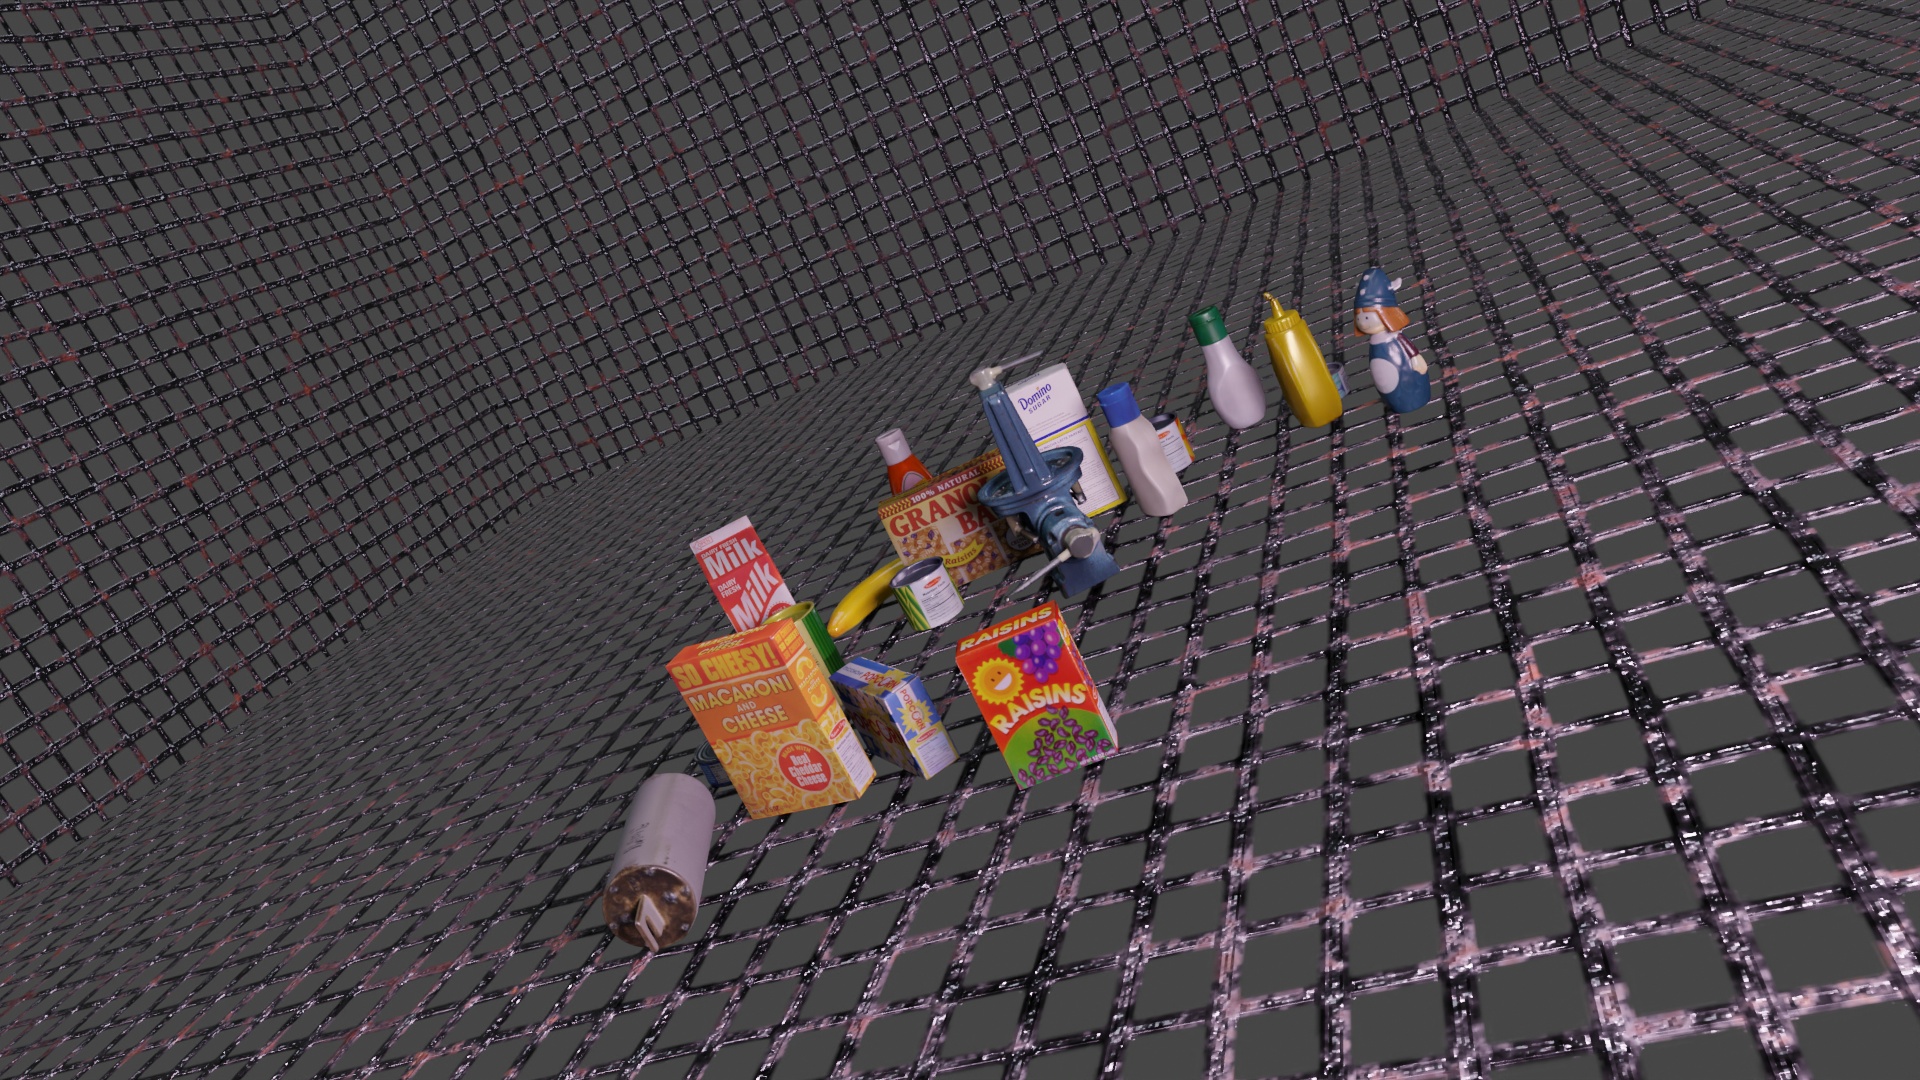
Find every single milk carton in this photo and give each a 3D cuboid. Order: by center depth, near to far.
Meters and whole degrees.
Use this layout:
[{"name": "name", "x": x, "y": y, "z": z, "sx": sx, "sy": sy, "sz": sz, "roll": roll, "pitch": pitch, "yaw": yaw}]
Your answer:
[{"name": "milk carton", "x": -0.222, "y": 0.070, "z": 1.530, "sx": 0.072, "sy": 0.190, "sz": 0.073, "roll": -28, "pitch": 16, "yaw": -8}]

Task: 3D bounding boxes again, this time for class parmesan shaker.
[{"name": "parmesan shaker", "x": -0.160, "y": 0.124, "z": 1.424, "sx": 0.071, "sy": 0.103, "sz": 0.071, "roll": -24, "pitch": 16, "yaw": 7}]

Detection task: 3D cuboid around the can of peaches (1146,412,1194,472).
[{"name": "can of peaches", "x": 0.236, "y": -0.112, "z": 1.645, "sx": 0.071, "sy": 0.058, "sz": 0.071, "roll": -24, "pitch": 16, "yaw": 7}]

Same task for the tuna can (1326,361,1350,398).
[{"name": "tuna can", "x": 0.418, "y": -0.179, "z": 1.625, "sx": 0.071, "sy": 0.032, "sz": 0.071, "roll": -24, "pitch": 16, "yaw": 7}]

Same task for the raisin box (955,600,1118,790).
[{"name": "raisin box", "x": 0.059, "y": 0.119, "z": 1.070, "sx": 0.086, "sy": 0.123, "sz": 0.040, "roll": -23, "pitch": 16, "yaw": 11}]

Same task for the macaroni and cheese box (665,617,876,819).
[{"name": "macaroni and cheese box", "x": -0.165, "y": 0.157, "z": 1.213, "sx": 0.123, "sy": 0.166, "sz": 0.040, "roll": -17, "pitch": 18, "yaw": 29}]

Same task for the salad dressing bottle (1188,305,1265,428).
[{"name": "salad dressing bottle", "x": 0.317, "y": -0.207, "z": 1.660, "sx": 0.064, "sy": 0.147, "sz": 0.044, "roll": -28, "pitch": 16, "yaw": -8}]

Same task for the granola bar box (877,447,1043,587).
[{"name": "granola bar box", "x": 0.006, "y": -0.020, "z": 1.586, "sx": 0.165, "sy": 0.124, "sz": 0.039, "roll": -24, "pitch": 16, "yaw": 7}]

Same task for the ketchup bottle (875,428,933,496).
[{"name": "ketchup bottle", "x": -0.064, "y": -0.074, "z": 1.816, "sx": 0.065, "sy": 0.148, "sz": 0.043, "roll": -29, "pitch": 16, "yaw": -10}]

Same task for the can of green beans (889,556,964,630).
[{"name": "can of green beans", "x": -0.037, "y": 0.058, "z": 1.524, "sx": 0.071, "sy": 0.057, "sz": 0.071, "roll": -24, "pitch": 16, "yaw": 7}]

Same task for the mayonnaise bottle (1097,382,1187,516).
[{"name": "mayonnaise bottle", "x": 0.193, "y": -0.098, "z": 1.503, "sx": 0.041, "sy": 0.147, "sz": 0.065, "roll": -32, "pitch": 17, "yaw": -20}]

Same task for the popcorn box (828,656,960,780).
[{"name": "popcorn box", "x": -0.060, "y": 0.153, "z": 1.214, "sx": 0.038, "sy": 0.085, "sz": 0.126, "roll": -33, "pitch": 17, "yaw": -22}]

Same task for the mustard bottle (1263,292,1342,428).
[{"name": "mustard bottle", "x": 0.373, "y": -0.204, "z": 1.541, "sx": 0.049, "sy": 0.160, "sz": 0.065, "roll": -28, "pitch": 16, "yaw": -6}]
